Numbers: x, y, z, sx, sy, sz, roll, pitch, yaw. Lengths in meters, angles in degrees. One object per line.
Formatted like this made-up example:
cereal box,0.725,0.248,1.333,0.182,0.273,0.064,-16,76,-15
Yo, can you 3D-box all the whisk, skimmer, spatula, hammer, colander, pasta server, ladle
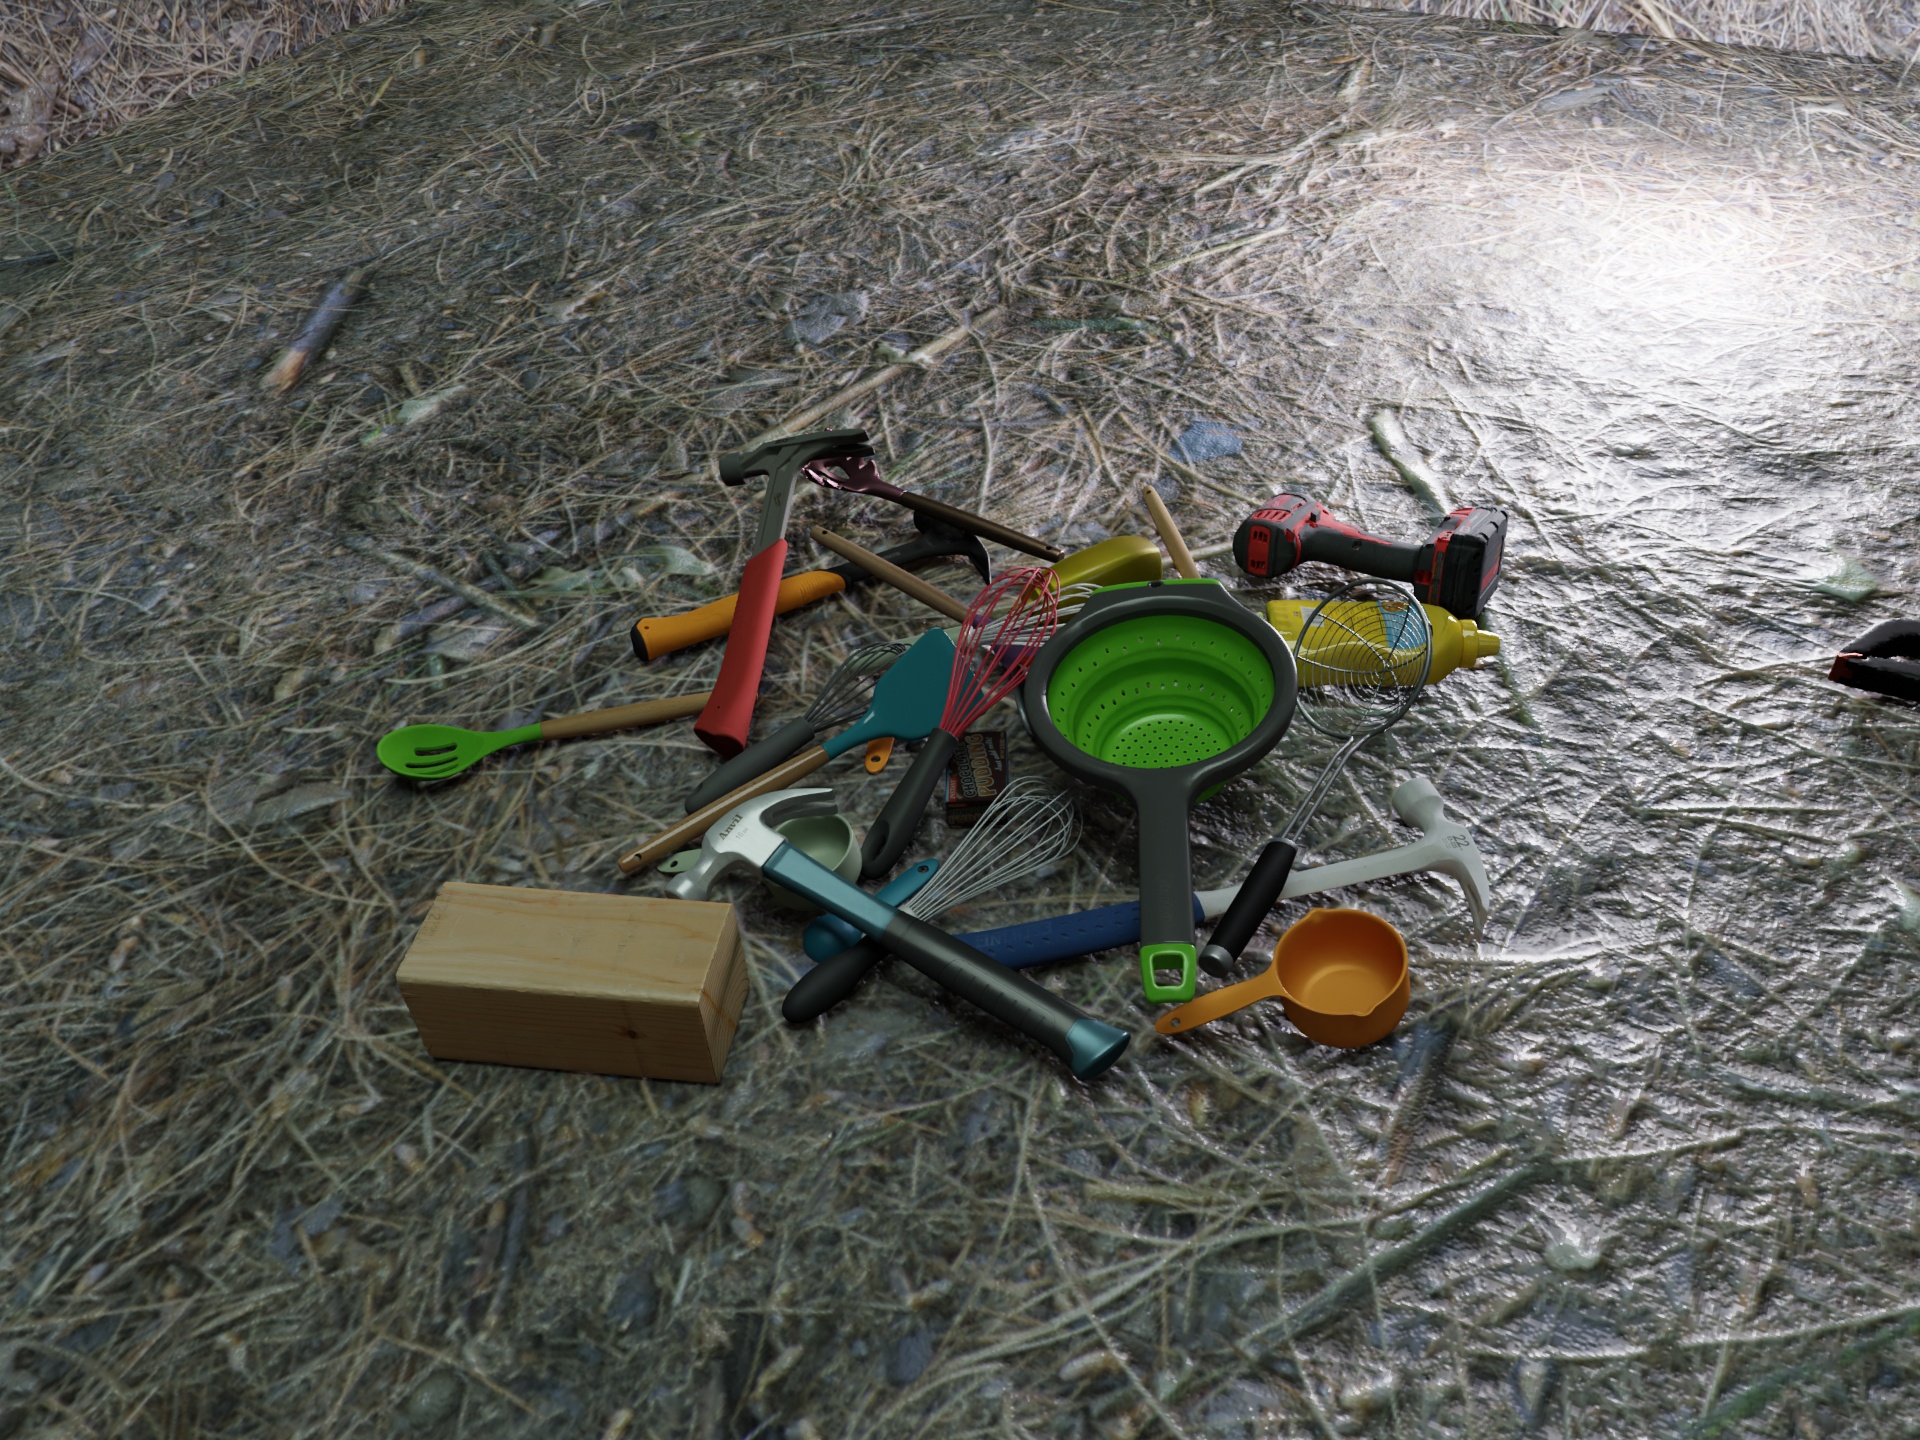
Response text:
whisk,-0.002,-0.004,1.242,0.073,0.073,0.296,20,69,26
skimmer,0.245,0.032,1.160,0.127,0.090,0.363,-12,29,46
spatula,-0.009,-0.098,1.409,0.316,0.018,0.060,31,57,20
hammer,-0.138,-0.118,1.464,0.337,0.034,0.127,-21,42,-19
hammer,-0.168,-0.120,1.400,0.149,0.036,0.359,-7,50,15
whisk,-0.129,0.005,1.303,0.239,0.055,0.055,-37,50,-23
whisk,-0.017,0.128,1.151,0.284,0.070,0.070,-36,50,-27
hammer,-0.037,0.149,1.087,0.331,0.033,0.128,28,62,21
hammer,0.183,0.135,1.140,0.405,0.035,0.144,-11,41,-9
spatula,-0.128,0.034,1.255,0.317,0.044,0.082,-30,87,-21
colander,0.150,0.059,1.164,0.204,0.094,0.398,-4,45,9
pasta server,-0.034,-0.209,1.509,0.316,0.040,0.060,25,59,31
whisk,0.017,-0.071,1.359,0.246,0.059,0.058,-11,32,15
ladle,0.205,-0.142,1.452,0.078,0.062,0.320,-26,37,9

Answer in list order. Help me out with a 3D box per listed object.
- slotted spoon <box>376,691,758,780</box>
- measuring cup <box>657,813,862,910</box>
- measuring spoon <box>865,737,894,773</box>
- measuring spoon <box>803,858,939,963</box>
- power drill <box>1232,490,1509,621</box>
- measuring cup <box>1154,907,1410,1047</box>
slotted spoon,-0.326,0.006,1.339,0.313,0.031,0.070,-11,41,-11
measuring cup,-0.151,0.112,1.201,0.167,0.038,0.083,-7,42,23
measuring spoon,-0.064,0.003,1.333,0.021,0.011,0.117,3,41,7
measuring spoon,-0.063,0.132,1.171,0.042,0.021,0.128,31,52,34
power drill,0.370,-0.160,1.437,0.220,0.078,0.143,14,28,26
measuring cup,0.217,0.190,1.067,0.173,0.052,0.095,-21,41,3
